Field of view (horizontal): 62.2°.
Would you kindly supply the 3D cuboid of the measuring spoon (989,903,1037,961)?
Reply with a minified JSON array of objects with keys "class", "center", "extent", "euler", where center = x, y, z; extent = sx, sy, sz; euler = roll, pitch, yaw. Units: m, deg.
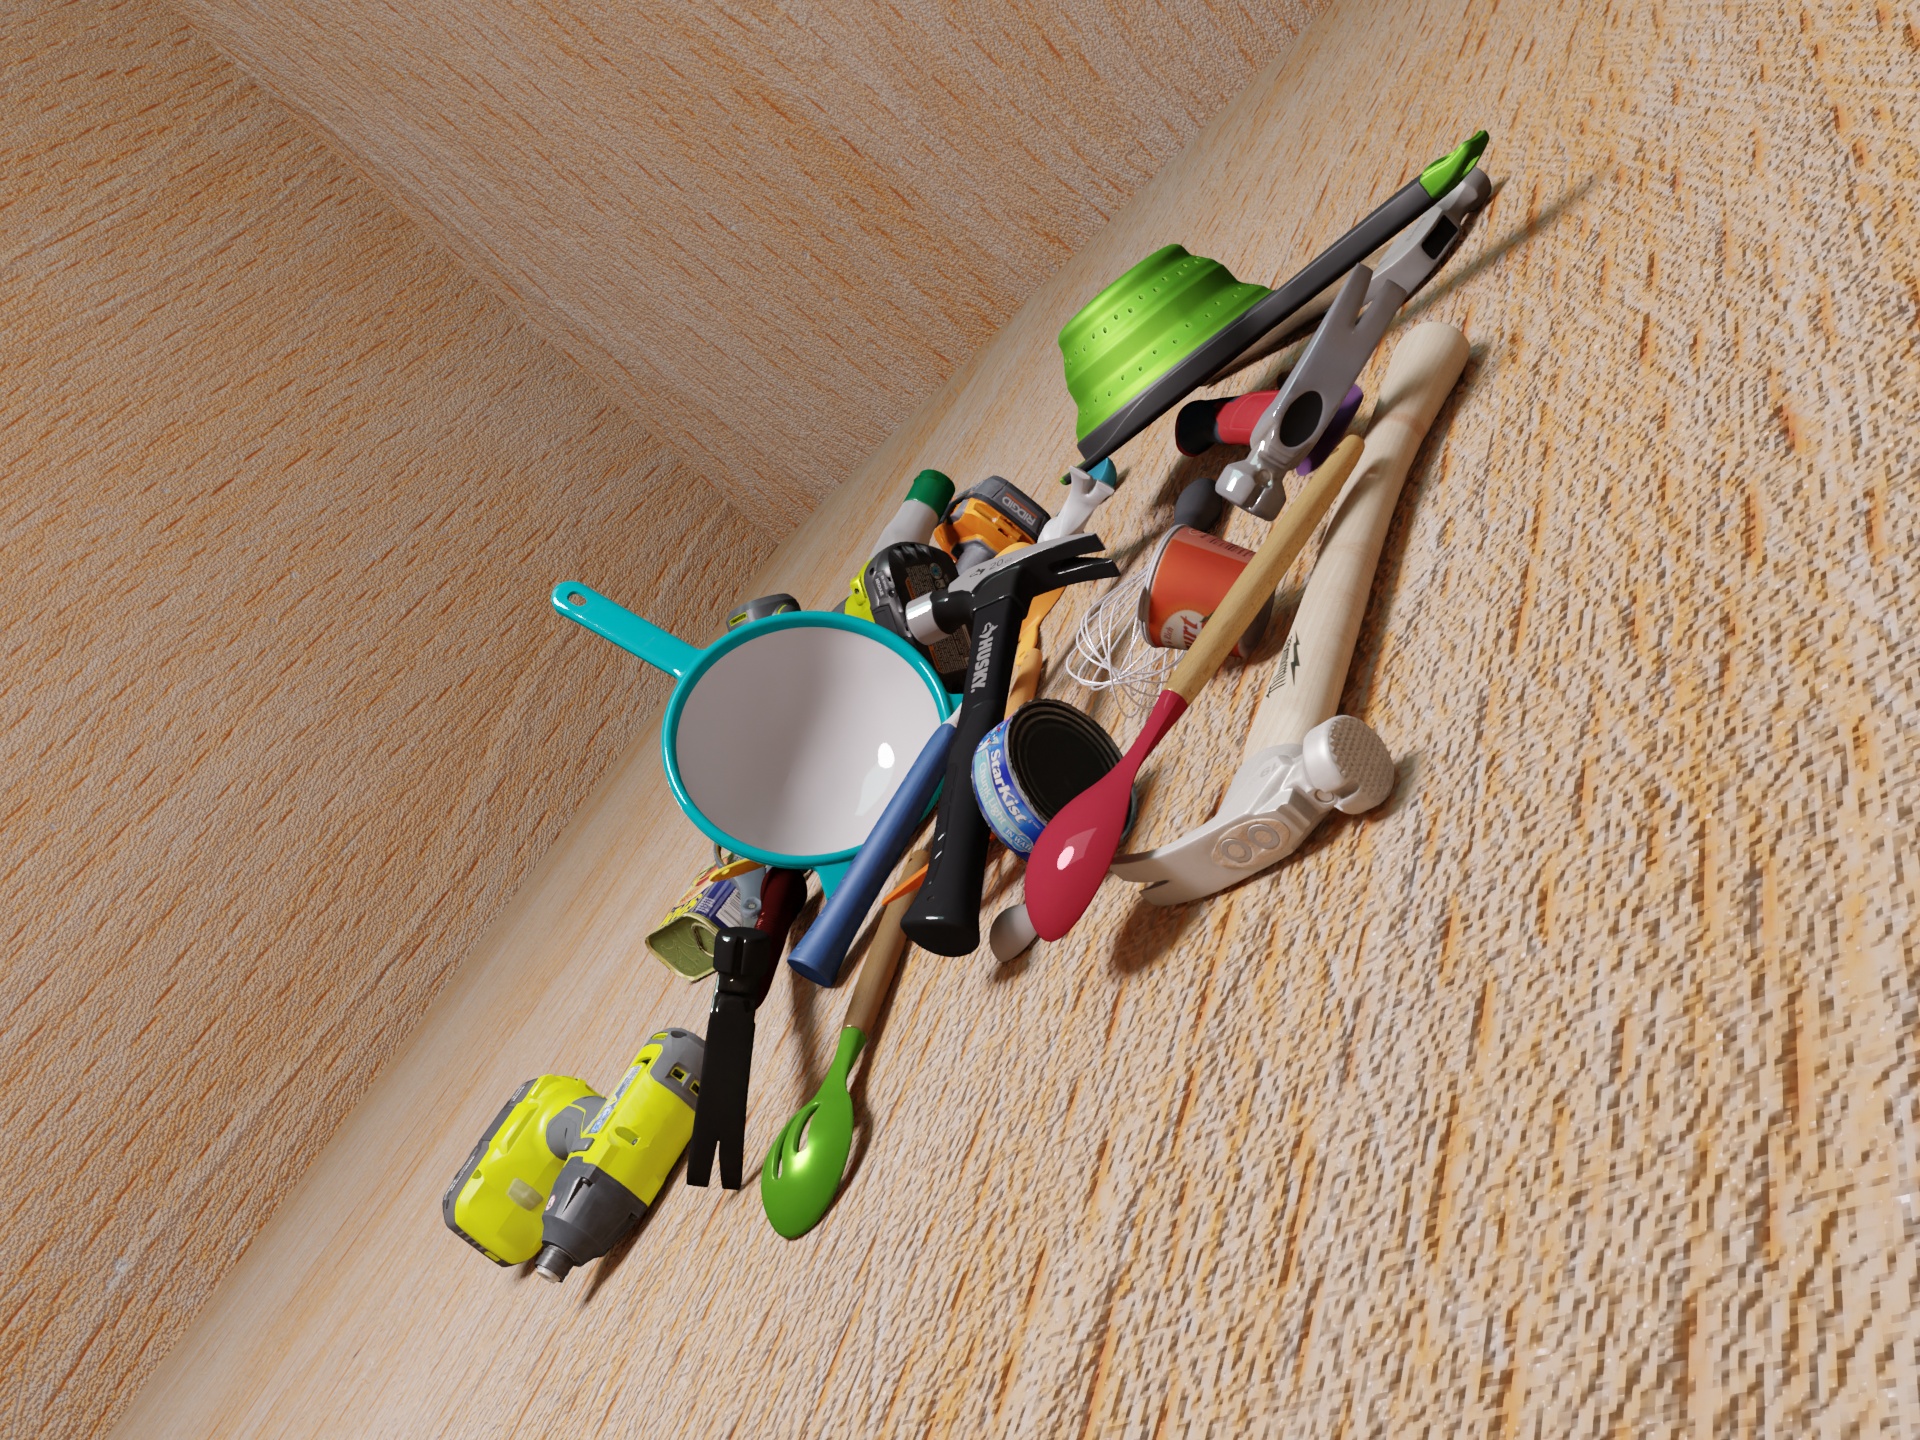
[{"class":"measuring spoon","center":[0.046,0.076,0.848],"extent":[0.034,0.018,0.124],"euler":[-31,21,52]}]

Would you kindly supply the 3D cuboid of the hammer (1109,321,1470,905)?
[{"class":"hammer","center":[0.187,-0.077,0.796],"extent":[0.146,0.038,0.411],"euler":[-37,17,46]}]

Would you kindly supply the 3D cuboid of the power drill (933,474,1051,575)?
[{"class":"power drill","center":[-0.024,-0.102,1.438],"extent":[0.226,0.084,0.164],"euler":[-58,15,-15]}]

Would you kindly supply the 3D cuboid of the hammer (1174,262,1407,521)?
[{"class":"hammer","center":[0.192,-0.210,1.034],"extent":[0.143,0.038,0.386],"euler":[-60,5,10]}]

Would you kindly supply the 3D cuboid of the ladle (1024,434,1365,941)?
[{"class":"ladle","center":[0.116,-0.028,0.756],"extent":[0.315,0.031,0.069],"euler":[-53,11,-23]}]

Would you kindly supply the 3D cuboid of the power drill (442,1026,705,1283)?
[{"class":"power drill","center":[-0.263,0.302,1.079],"extent":[0.223,0.080,0.171],"euler":[-27,25,51]}]

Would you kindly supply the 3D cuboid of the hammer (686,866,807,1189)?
[{"class":"hammer","center":[-0.134,0.169,1.054],"extent":[0.359,0.036,0.149],"euler":[-100,18,-82]}]

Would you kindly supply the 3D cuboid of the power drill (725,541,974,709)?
[{"class":"power drill","center":[-0.087,-0.033,1.302],"extent":[0.228,0.190,0.080],"euler":[-22,-4,43]}]

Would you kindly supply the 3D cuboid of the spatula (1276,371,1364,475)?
[{"class":"spatula","center":[0.220,-0.200,1.014],"extent":[0.059,0.018,0.316],"euler":[-59,4,19]}]

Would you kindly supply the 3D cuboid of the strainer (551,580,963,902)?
[{"class":"strainer","center":[-0.164,0.000,1.195],"extent":[0.211,0.340,0.095],"euler":[-54,-17,-26]}]

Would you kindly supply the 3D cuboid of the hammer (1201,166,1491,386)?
[{"class":"hammer","center":[0.264,-0.314,1.222],"extent":[0.130,0.031,0.331],"euler":[-52,13,-16]}]

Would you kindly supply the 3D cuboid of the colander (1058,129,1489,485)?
[{"class":"colander","center":[0.179,-0.299,1.075],"extent":[0.204,0.094,0.397],"euler":[-41,5,-37]}]

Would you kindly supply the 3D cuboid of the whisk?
[{"class":"whisk","center":[0.127,-0.091,0.985],"extent":[0.070,0.070,0.285],"euler":[-39,11,35]}]

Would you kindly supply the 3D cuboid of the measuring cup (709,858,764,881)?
[{"class":"measuring cup","center":[-0.138,0.089,1.219],"extent":[0.156,0.029,0.062],"euler":[-19,-24,-46]}]

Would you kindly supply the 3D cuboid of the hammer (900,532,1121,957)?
[{"class":"hammer","center":[0.015,0.005,0.916],"extent":[0.146,0.035,0.335],"euler":[-22,32,24]}]

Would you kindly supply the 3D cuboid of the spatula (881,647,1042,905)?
[{"class":"spatula","center":[0.021,0.022,1.033],"extent":[0.081,0.041,0.323],"euler":[-39,15,27]}]

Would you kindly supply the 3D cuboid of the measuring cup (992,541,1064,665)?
[{"class":"measuring cup","center":[0.037,-0.089,1.263],"extent":[0.095,0.052,0.174],"euler":[-44,12,18]}]

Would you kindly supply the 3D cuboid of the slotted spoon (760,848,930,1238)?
[{"class":"slotted spoon","center":[-0.057,0.165,0.911],"extent":[0.070,0.031,0.314],"euler":[-41,14,29]}]

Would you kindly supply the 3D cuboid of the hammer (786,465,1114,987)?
[{"class":"hammer","center":[-0.002,-0.003,1.088],"extent":[0.406,0.035,0.144],"euler":[-60,-1,-21]}]

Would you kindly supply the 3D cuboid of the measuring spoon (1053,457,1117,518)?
[{"class":"measuring spoon","center":[0.102,-0.183,1.417],"extent":[0.128,0.021,0.042],"euler":[-50,22,38]}]
